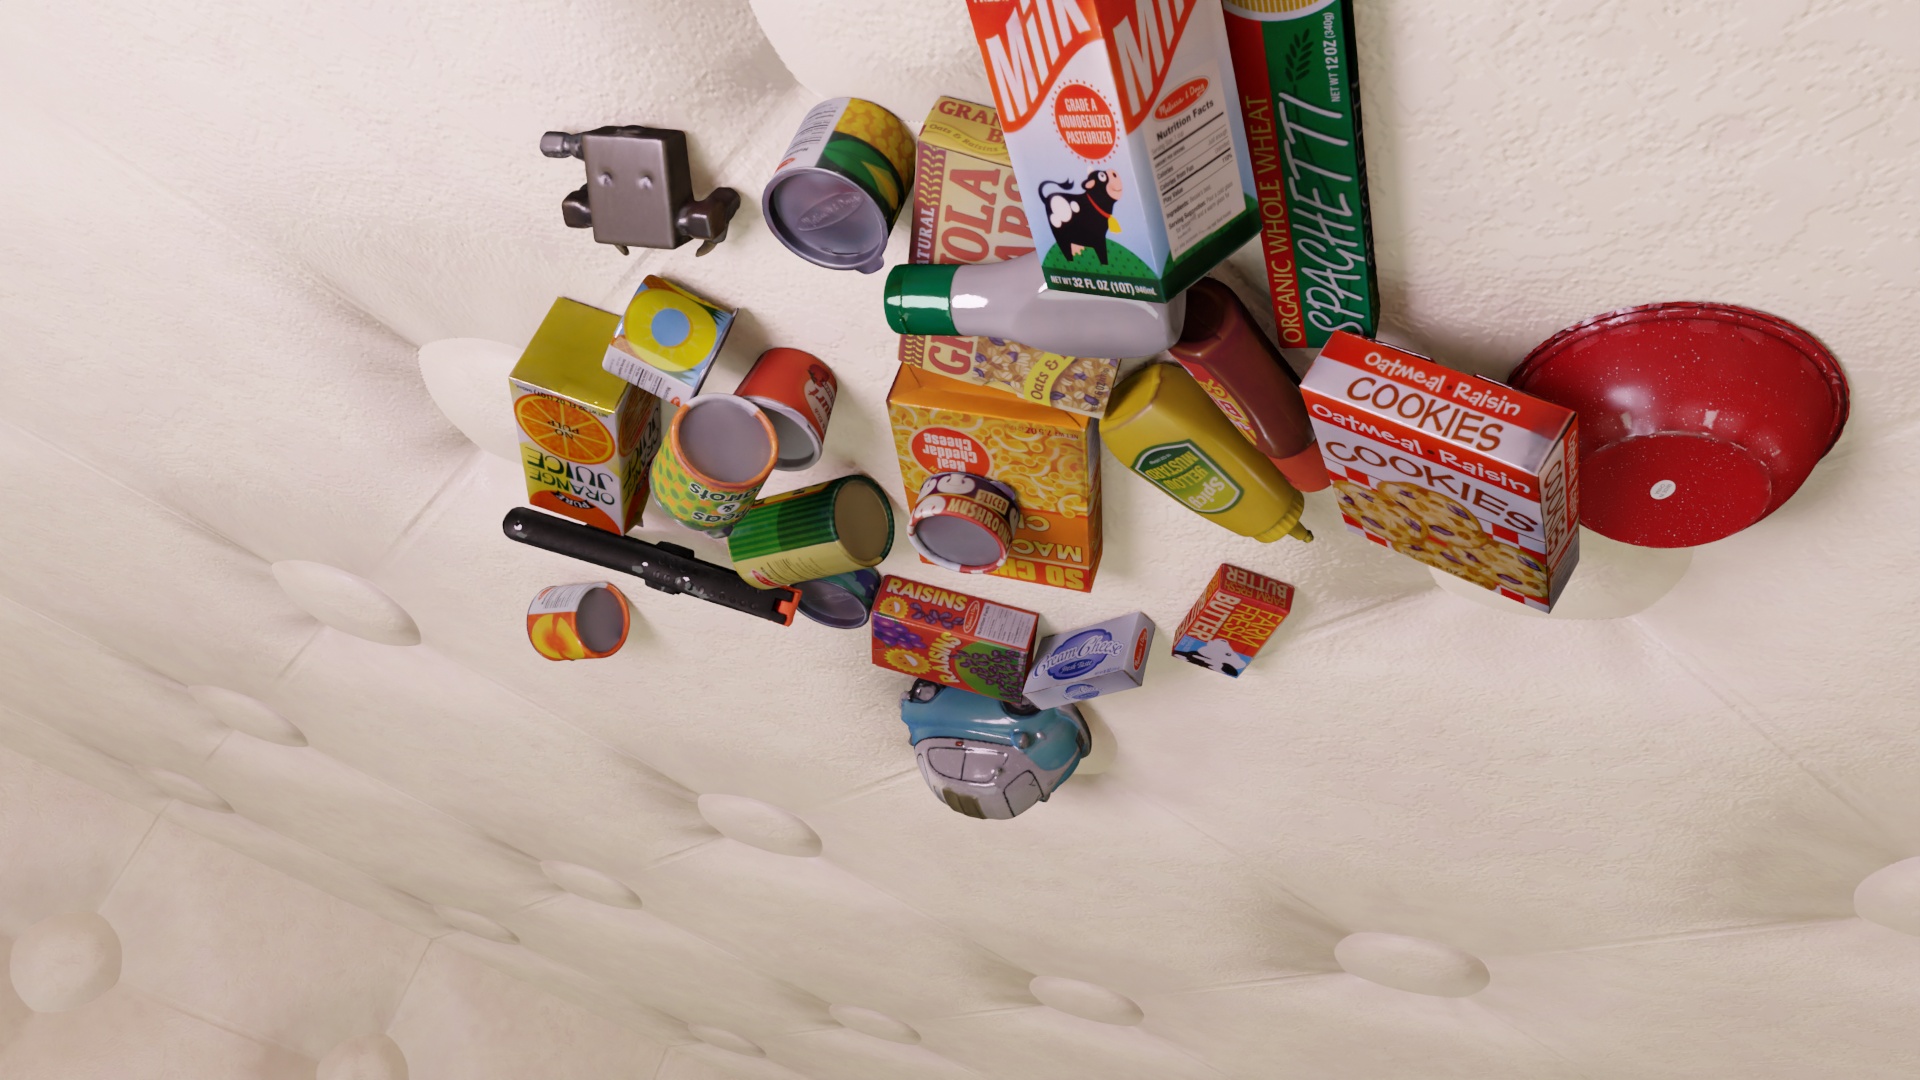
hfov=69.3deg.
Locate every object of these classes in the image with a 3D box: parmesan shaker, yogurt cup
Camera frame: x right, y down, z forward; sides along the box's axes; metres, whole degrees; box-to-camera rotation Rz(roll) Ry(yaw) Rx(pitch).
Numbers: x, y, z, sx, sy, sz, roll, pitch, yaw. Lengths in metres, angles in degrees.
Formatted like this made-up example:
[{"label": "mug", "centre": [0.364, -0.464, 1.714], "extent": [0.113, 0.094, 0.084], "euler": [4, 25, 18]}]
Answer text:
[{"label": "parmesan shaker", "centre": [-0.103, -0.005, 0.977], "extent": [0.103, 0.072, 0.071], "euler": [-12, 136, 37]}, {"label": "yogurt cup", "centre": [-0.112, -0.084, 0.875], "extent": [0.072, 0.054, 0.072], "euler": [13, 146, 9]}]

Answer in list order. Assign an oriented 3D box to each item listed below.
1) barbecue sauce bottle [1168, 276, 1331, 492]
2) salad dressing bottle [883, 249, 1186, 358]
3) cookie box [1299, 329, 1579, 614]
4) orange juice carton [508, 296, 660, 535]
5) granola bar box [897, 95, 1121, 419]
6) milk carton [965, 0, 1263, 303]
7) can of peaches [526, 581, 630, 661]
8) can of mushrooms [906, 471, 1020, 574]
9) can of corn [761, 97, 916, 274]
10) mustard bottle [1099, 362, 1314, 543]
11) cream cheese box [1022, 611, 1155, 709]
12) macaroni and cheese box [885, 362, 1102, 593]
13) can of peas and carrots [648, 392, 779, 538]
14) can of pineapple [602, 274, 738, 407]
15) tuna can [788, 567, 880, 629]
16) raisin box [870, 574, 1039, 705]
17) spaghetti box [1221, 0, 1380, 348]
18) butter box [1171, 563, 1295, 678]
[{"label": "barbecue sauce bottle", "centre": [0.161, -0.079, 0.747], "extent": [0.043, 0.065, 0.148], "euler": [-43, 130, 8]}, {"label": "salad dressing bottle", "centre": [0.035, -0.120, 0.690], "extent": [0.147, 0.044, 0.064], "euler": [4, 146, 21]}, {"label": "cookie box", "centre": [0.251, -0.033, 0.716], "extent": [0.123, 0.040, 0.167], "euler": [27, 168, 32]}, {"label": "orange juice carton", "centre": [-0.251, -0.069, 0.948], "extent": [0.072, 0.073, 0.191], "euler": [19, 147, 0]}, {"label": "granola bar box", "centre": [0.035, -0.143, 0.733], "extent": [0.124, 0.039, 0.164], "euler": [16, 146, 4]}, {"label": "milk carton", "centre": [0.059, -0.200, 0.567], "extent": [0.072, 0.074, 0.189], "euler": [19, 138, 45]}, {"label": "can of peaches", "centre": [-0.327, 0.072, 1.194], "extent": [0.058, 0.071, 0.071], "euler": [-7, 139, 32]}, {"label": "can of mushrooms", "centre": [0.003, -0.011, 0.868], "extent": [0.071, 0.034, 0.070], "euler": [14, 146, 10]}, {"label": "can of corn", "centre": [-0.058, -0.180, 0.707], "extent": [0.071, 0.058, 0.070], "euler": [13, 146, 9]}, {"label": "mustard bottle", "centre": [0.155, -0.040, 0.812], "extent": [0.160, 0.049, 0.065], "euler": [34, 145, -22]}, {"label": "cream cheese box", "centre": [0.095, 0.089, 1.025], "extent": [0.024, 0.053, 0.103], "euler": [41, 141, -26]}, {"label": "macaroni and cheese box", "centre": [0.027, -0.038, 0.886], "extent": [0.124, 0.040, 0.165], "euler": [10, 145, 14]}, {"label": "can of peas and carrots", "centre": [-0.148, -0.045, 0.834], "extent": [0.071, 0.071, 0.058], "euler": [26, 146, -11]}, {"label": "can of pineapple", "centre": [-0.176, -0.122, 0.845], "extent": [0.058, 0.071, 0.070], "euler": [27, 146, -11]}, {"label": "tuna can", "centre": [-0.098, 0.035, 1.060], "extent": [0.071, 0.033, 0.070], "euler": [13, 146, 9]}, {"label": "raisin box", "centre": [-0.006, 0.078, 1.071], "extent": [0.123, 0.040, 0.085], "euler": [15, 147, 8]}, {"label": "spaghetti box", "centre": [0.156, -0.182, 0.627], "extent": [0.050, 0.029, 0.249], "euler": [3, 143, 24]}, {"label": "butter box", "centre": [0.187, 0.056, 0.959], "extent": [0.053, 0.024, 0.103], "euler": [18, 147, 0]}]
